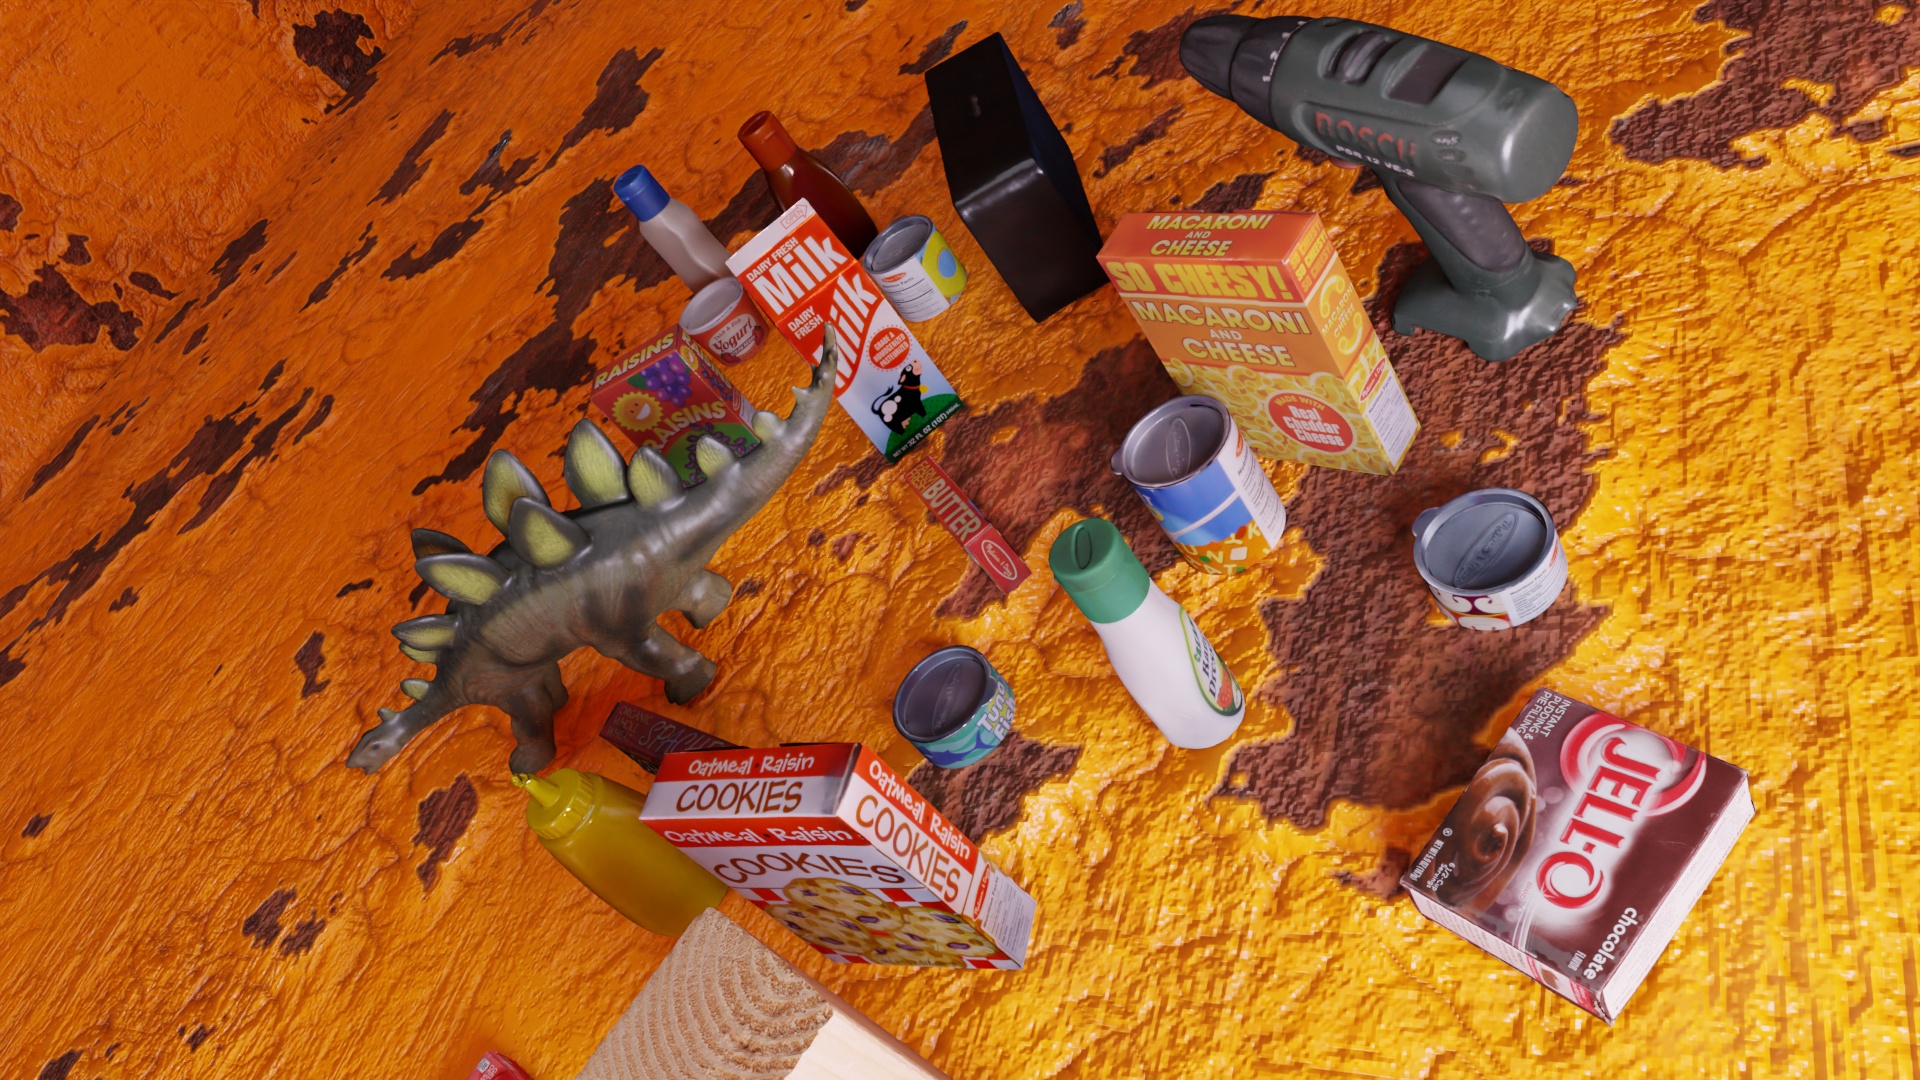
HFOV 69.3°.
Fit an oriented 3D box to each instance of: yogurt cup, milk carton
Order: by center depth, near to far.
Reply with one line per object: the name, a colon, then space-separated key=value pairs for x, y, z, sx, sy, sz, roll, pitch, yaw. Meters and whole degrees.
milk carton: x=-0.084 y=-0.150 z=0.985 sx=0.072 sy=0.190 sz=0.074 roll=-40 pitch=38 yaw=0
yogurt cup: x=-0.208 y=-0.192 z=1.236 sx=0.072 sy=0.053 sz=0.073 roll=-22 pitch=42 yaw=21

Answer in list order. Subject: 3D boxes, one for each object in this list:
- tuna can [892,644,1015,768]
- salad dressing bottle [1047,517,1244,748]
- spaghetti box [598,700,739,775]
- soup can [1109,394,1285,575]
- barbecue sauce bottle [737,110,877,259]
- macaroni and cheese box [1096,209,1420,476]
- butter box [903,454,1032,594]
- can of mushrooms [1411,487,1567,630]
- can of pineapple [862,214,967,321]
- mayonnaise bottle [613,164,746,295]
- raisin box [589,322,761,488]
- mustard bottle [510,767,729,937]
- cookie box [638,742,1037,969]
tuna can: x=-0.001 y=0.097 z=0.806 sx=0.071 sy=0.032 sz=0.071 roll=-22 pitch=42 yaw=21
salad dressing bottle: x=0.093 y=0.047 z=0.686 sx=0.044 sy=0.147 sz=0.064 roll=-22 pitch=42 yaw=21
spaghetti box: x=-0.135 y=0.146 z=0.852 sx=0.250 sy=0.050 sz=0.029 roll=10 pitch=60 yaw=44
soup can: x=0.134 y=-0.029 z=0.778 sx=0.071 sy=0.083 sz=0.072 roll=-22 pitch=42 yaw=21
barbecue sauce bottle: x=-0.136 y=-0.306 z=1.213 sx=0.065 sy=0.148 sz=0.044 roll=-46 pitch=39 yaw=-8
macaroni and cheese box: x=0.165 y=-0.109 z=0.764 sx=0.124 sy=0.166 sz=0.040 roll=13 pitch=62 yaw=45
butter box: x=0.003 y=-0.011 z=0.890 sx=0.024 sy=0.053 sz=0.104 roll=-40 pitch=38 yaw=0
can of mushrooms: x=0.258 y=0.008 z=0.681 sx=0.071 sy=0.033 sz=0.071 roll=-22 pitch=42 yaw=21
can of pineapple: x=-0.036 y=-0.221 z=1.121 sx=0.071 sy=0.057 sz=0.071 roll=-22 pitch=42 yaw=21
mayonnaise bottle: x=-0.260 y=-0.282 z=1.289 sx=0.065 sy=0.147 sz=0.041 roll=5 pitch=56 yaw=42
raisin box: x=-0.220 y=-0.102 z=1.102 sx=0.086 sy=0.123 sz=0.040 roll=-26 pitch=40 yaw=17
mustard bottle: x=-0.198 y=0.169 z=0.792 sx=0.049 sy=0.159 sz=0.065 roll=20 pitch=67 yaw=48
cookie box: x=-0.057 y=0.157 z=0.683 sx=0.123 sy=0.167 sz=0.040 roll=-9 pitch=48 yaw=33
